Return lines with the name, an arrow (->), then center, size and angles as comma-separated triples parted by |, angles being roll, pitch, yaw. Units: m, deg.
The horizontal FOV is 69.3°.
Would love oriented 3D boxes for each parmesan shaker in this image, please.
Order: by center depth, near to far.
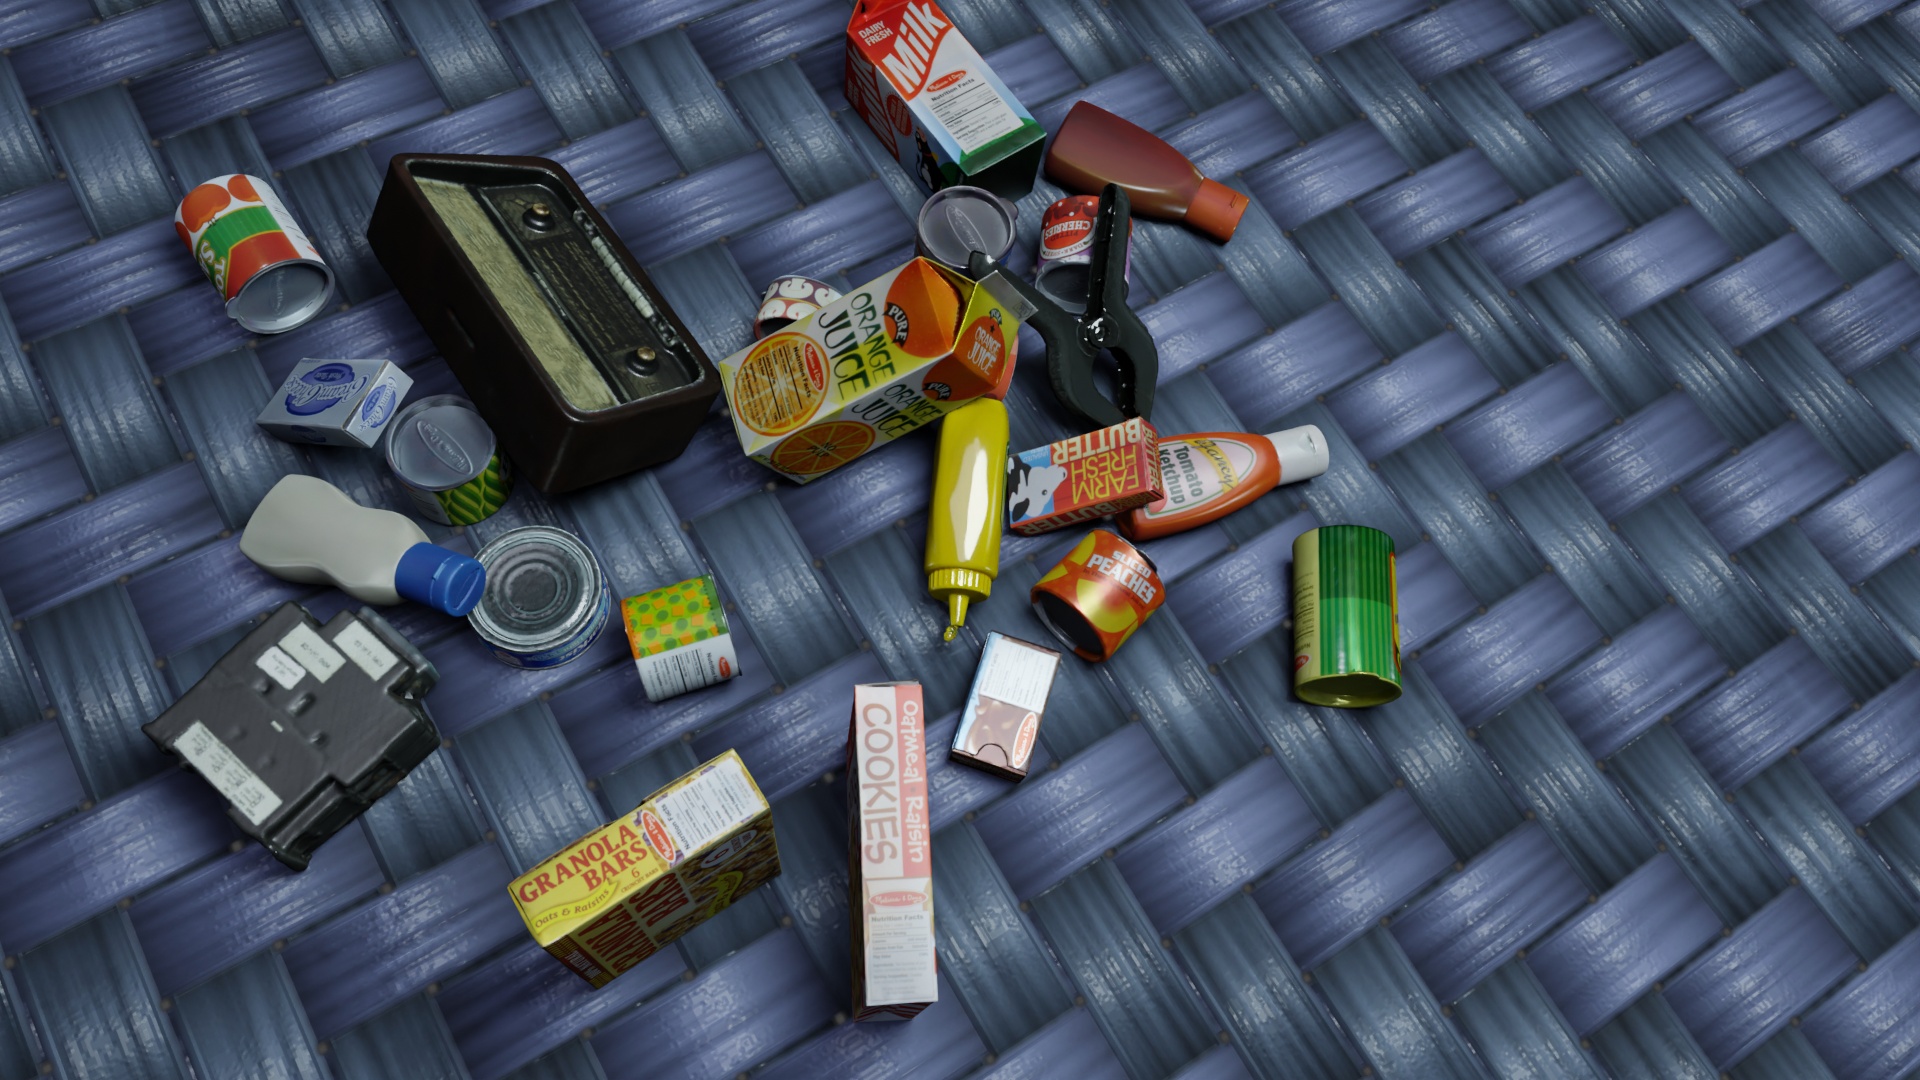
parmesan shaker -> 0.248, 0.048, 0.890 | 0.071, 0.071, 0.103 | 7, 67, -3

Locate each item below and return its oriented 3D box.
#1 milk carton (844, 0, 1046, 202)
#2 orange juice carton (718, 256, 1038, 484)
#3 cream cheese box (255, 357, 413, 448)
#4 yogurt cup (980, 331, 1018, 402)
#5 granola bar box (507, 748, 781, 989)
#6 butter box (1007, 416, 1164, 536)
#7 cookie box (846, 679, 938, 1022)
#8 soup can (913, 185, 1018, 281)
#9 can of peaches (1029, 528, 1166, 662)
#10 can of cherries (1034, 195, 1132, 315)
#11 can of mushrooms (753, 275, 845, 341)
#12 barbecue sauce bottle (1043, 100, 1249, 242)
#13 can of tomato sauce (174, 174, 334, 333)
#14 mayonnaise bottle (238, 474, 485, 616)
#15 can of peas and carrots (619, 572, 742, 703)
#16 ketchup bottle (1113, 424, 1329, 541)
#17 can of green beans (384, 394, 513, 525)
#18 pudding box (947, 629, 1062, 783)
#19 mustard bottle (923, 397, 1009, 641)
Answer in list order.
milk carton -> -0.026, -0.328, 1.020 | 0.074, 0.072, 0.191 | -32, 75, -18
orange juice carton -> -0.048, -0.113, 0.873 | 0.192, 0.072, 0.073 | -25, 68, 16
cream cheese box -> -0.393, -0.087, 0.871 | 0.104, 0.024, 0.053 | 6, 61, 35
yogurt cup -> 0.006, -0.124, 0.942 | 0.054, 0.072, 0.072 | 11, 66, -10
granola bar box -> -0.160, 0.178, 0.737 | 0.124, 0.164, 0.039 | -30, 71, -17
butter box -> 0.079, -0.041, 0.904 | 0.103, 0.024, 0.053 | -15, 64, 28
cookie box -> -0.040, 0.176, 0.775 | 0.040, 0.122, 0.168 | 0, 67, -8
soup can -> 0.002, -0.194, 0.959 | 0.071, 0.083, 0.071 | 2, 67, -6
can of peaches -> 0.087, 0.035, 0.878 | 0.071, 0.071, 0.058 | 43, 70, 12
can of cherries -> 0.086, -0.202, 0.979 | 0.071, 0.071, 0.058 | 8, 66, -3
can of mushrooms -> -0.106, -0.146, 0.937 | 0.071, 0.070, 0.033 | 16, 67, 1
barbecue sauce bottle -> 0.140, -0.269, 1.029 | 0.148, 0.043, 0.065 | 27, 67, 5
can of tomato sauce -> -0.466, -0.188, 0.912 | 0.071, 0.071, 0.083 | -34, 74, -18
mayonnaise bottle -> -0.357, 0.008, 0.836 | 0.148, 0.041, 0.065 | 17, 67, 17
can of peas and carrots -> -0.170, 0.057, 0.843 | 0.059, 0.070, 0.071 | -17, 70, -12
ketchup bottle -> 0.174, -0.045, 0.937 | 0.149, 0.043, 0.065 | -14, 70, -13
can of green beans -> -0.320, -0.050, 0.874 | 0.071, 0.057, 0.071 | 2, 67, -5
pudding box -> 0.027, 0.103, 0.864 | 0.050, 0.030, 0.084 | 18, 66, 0
mustard bottle -> 0.003, -0.011, 0.895 | 0.049, 0.065, 0.160 | 6, 72, -2
